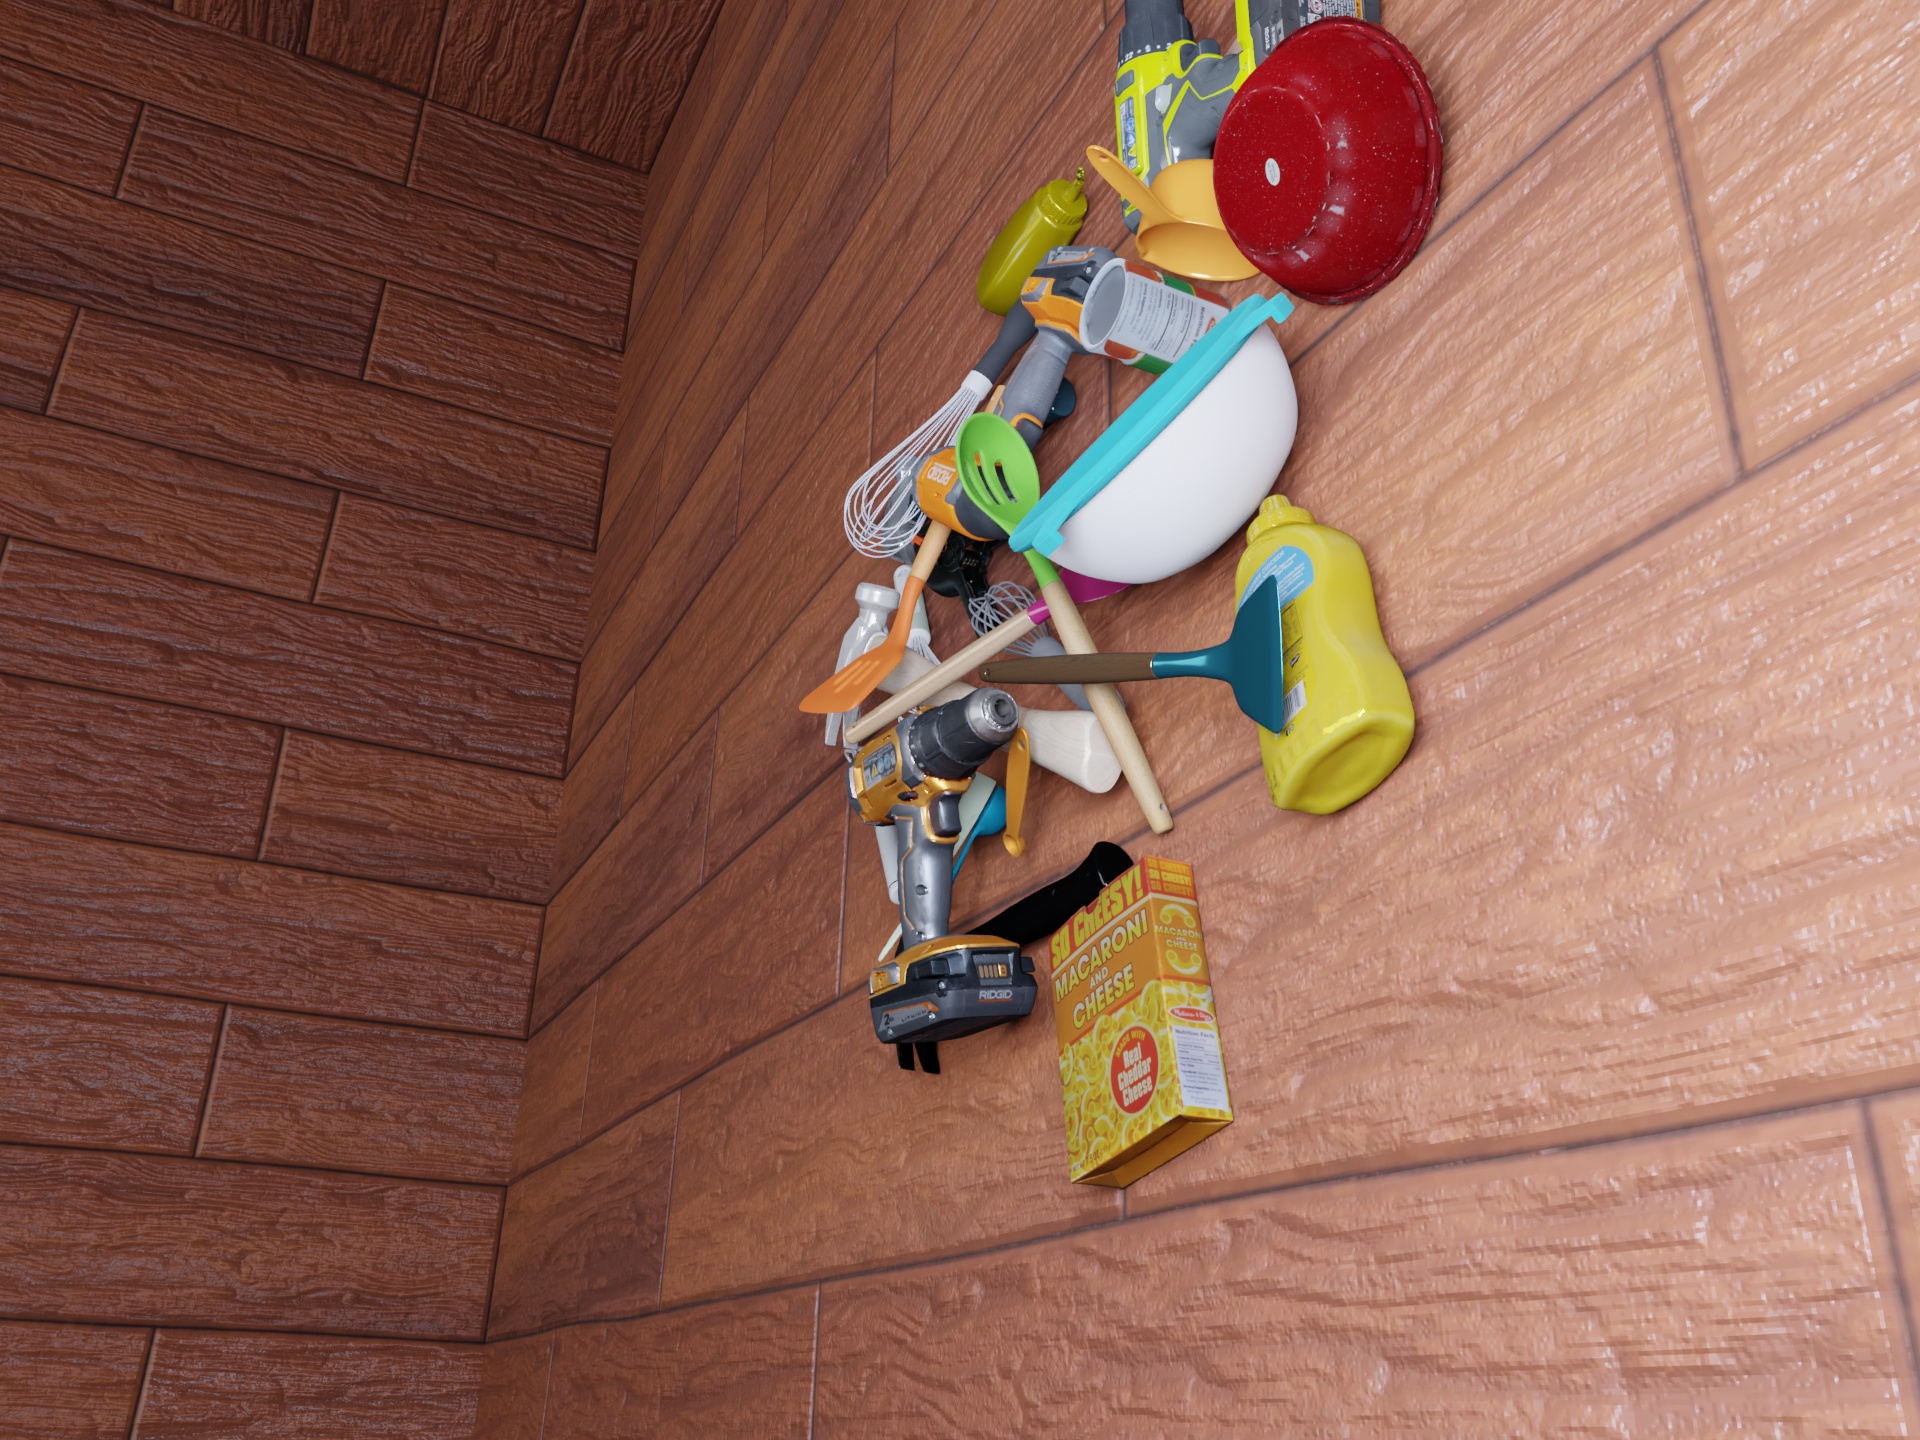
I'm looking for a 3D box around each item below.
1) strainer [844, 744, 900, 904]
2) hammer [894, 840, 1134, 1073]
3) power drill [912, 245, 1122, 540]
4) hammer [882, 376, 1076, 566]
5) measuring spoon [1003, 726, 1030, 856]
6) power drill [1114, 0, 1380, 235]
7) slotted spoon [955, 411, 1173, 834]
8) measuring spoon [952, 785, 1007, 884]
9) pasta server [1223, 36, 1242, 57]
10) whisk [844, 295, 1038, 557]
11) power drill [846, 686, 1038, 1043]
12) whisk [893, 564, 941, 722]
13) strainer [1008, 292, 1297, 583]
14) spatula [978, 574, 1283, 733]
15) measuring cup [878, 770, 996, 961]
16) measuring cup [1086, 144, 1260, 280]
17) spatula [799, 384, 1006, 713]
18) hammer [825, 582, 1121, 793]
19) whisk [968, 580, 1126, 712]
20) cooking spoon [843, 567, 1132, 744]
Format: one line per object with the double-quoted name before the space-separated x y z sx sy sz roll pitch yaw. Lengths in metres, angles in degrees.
"strainer" -0.064 0.088 1.379 0.259 0.050 0.086 -108 -1 -59
"hammer" 0.031 0.162 1.165 0.334 0.035 0.146 -38 44 55
"power drill" 0.059 -0.235 1.182 0.226 0.084 0.164 -58 25 4
"hammer" 0.008 -0.228 1.414 0.331 0.033 0.128 -26 50 60
"measuring spoon" 0.042 0.050 1.117 0.021 0.011 0.116 40 141 37
"power drill" 0.176 -0.453 1.068 0.228 0.080 0.190 168 100 -65
"slotted spoon" 0.069 -0.067 1.056 0.031 0.070 0.314 -42 65 47
"measuring spoon" 0.009 0.108 1.211 0.129 0.021 0.042 -62 2 -25
"pasta server" 0.228 -0.512 1.060 0.316 0.040 0.060 -47 48 52
"whisk" -0.004 -0.257 1.347 0.284 0.070 0.070 -55 22 -7
"power drill" -0.007 0.097 1.104 0.185 0.084 0.226 -34 59 52
"whisk" -0.039 -0.069 1.432 0.247 0.058 0.059 -101 -11 -51
"strainer" 0.134 -0.159 1.033 0.211 0.095 0.340 -45 5 5
"spatula" 0.095 -0.034 0.955 0.317 0.044 0.082 -1 92 57
"measuring cup" -0.031 0.109 1.247 0.167 0.038 0.083 -57 0 -7
"measuring cup" 0.137 -0.342 1.019 0.095 0.173 0.052 8 81 41
"spatula" -0.032 -0.139 1.280 0.081 0.041 0.323 2 64 54
"hammer" -0.002 -0.004 1.228 0.411 0.038 0.146 27 104 59
"whisk" 0.065 -0.050 1.189 0.239 0.055 0.055 48 122 57
"cooking spoon" 0.033 -0.063 1.156 0.319 0.017 0.069 -32 42 27
